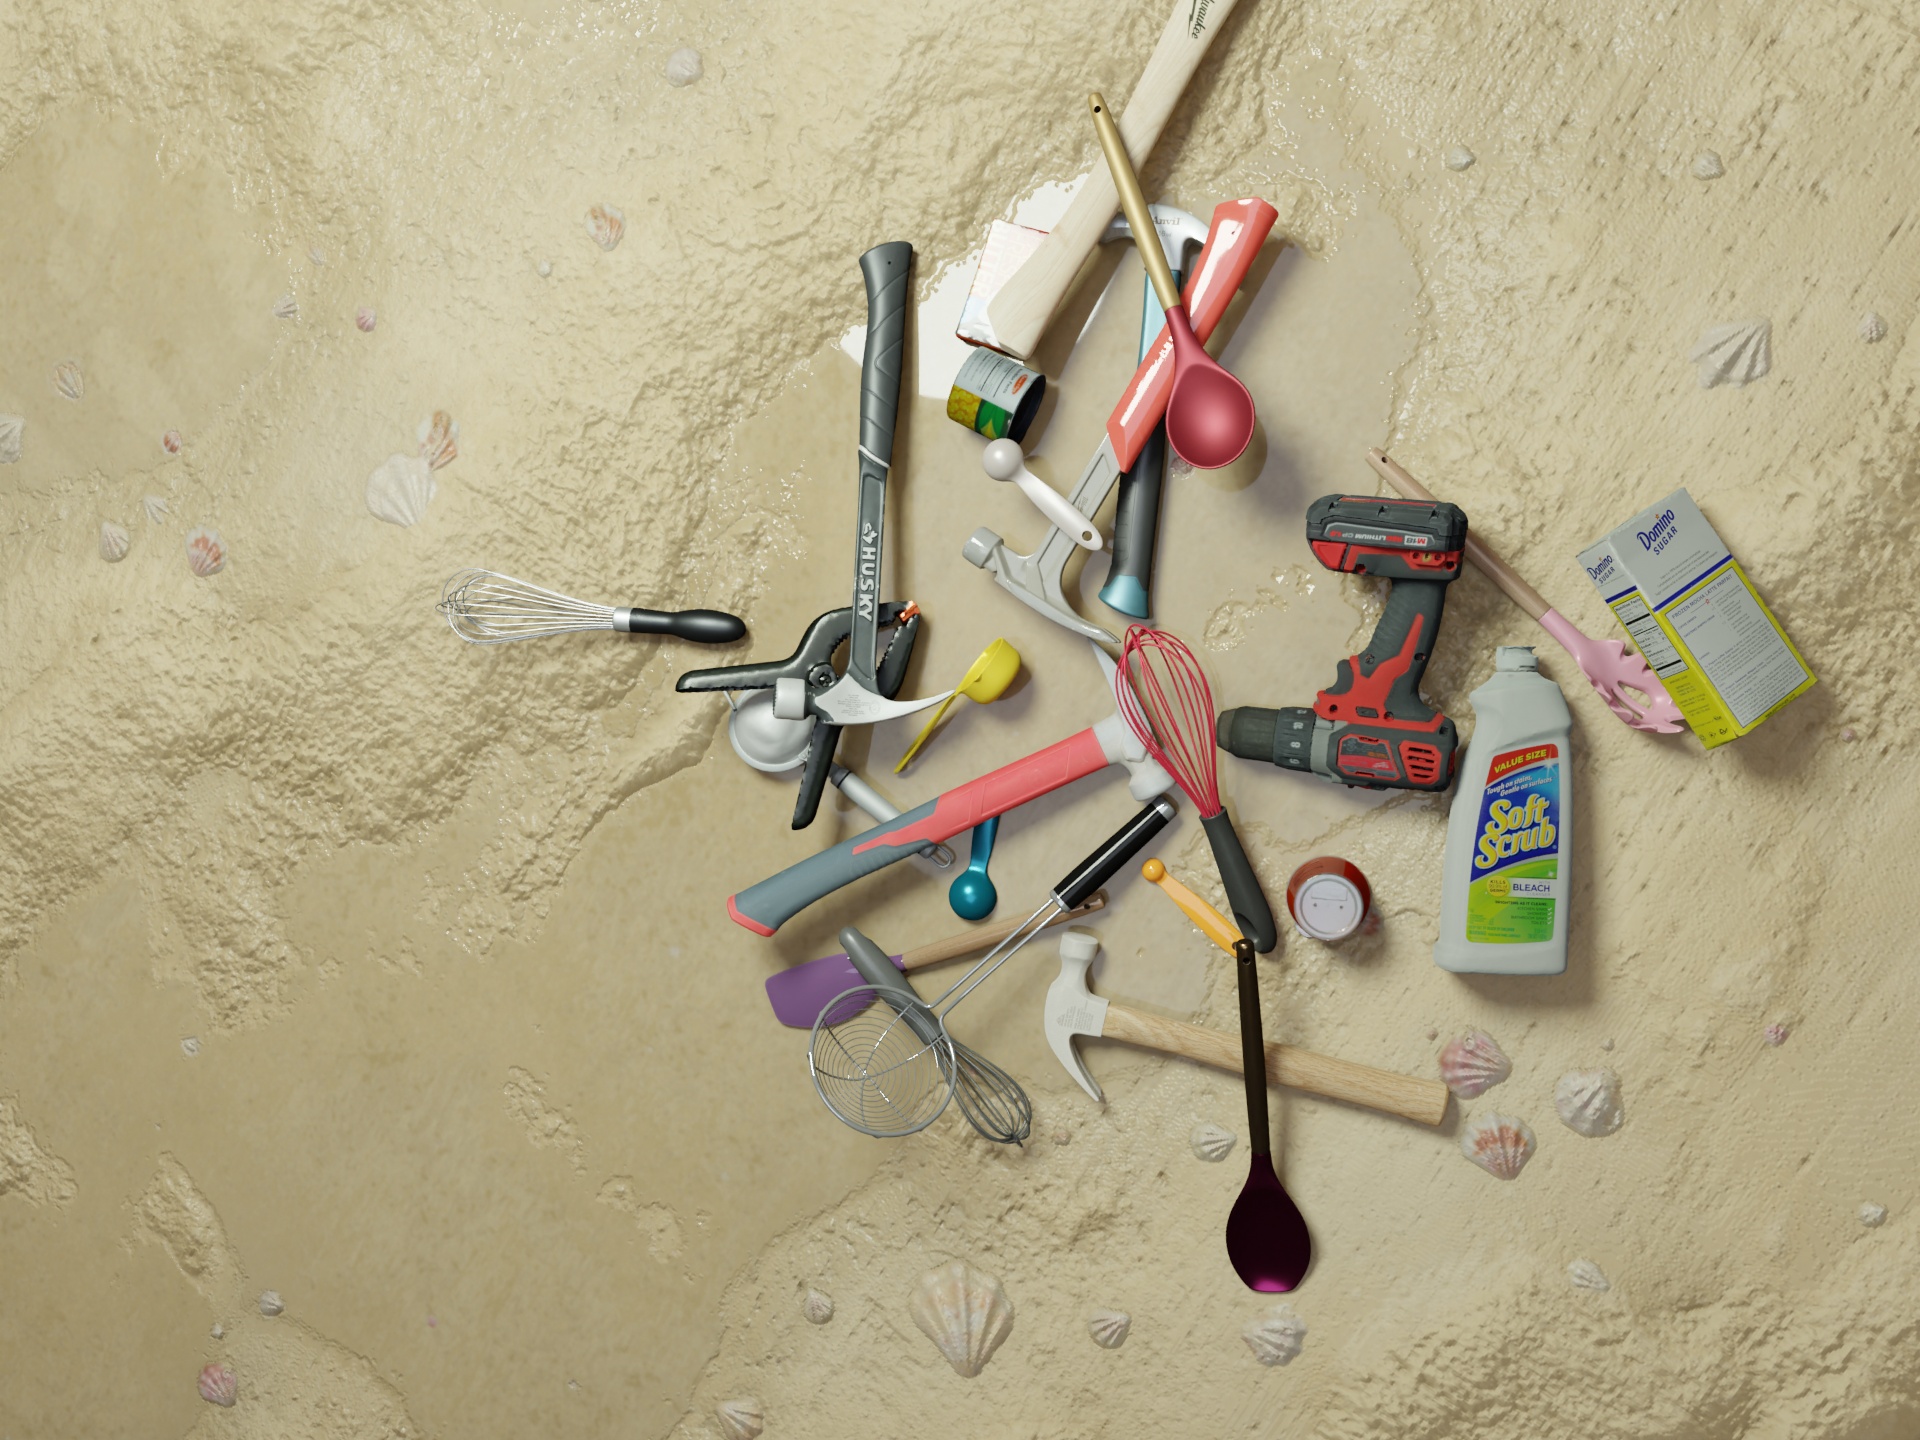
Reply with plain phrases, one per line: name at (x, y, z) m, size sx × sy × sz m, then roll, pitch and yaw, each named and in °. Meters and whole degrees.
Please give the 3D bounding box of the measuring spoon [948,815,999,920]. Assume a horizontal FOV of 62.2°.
measuring spoon at (0.016, 0.109, 1.354) m, size 0.042 × 0.021 × 0.128 m, roll 11°, pitch 97°, yaw 12°

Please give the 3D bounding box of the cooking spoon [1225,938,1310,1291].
cooking spoon at (0.241, 0.324, 1.285) m, size 0.069 × 0.017 × 0.318 m, roll -3°, pitch 106°, yaw 13°

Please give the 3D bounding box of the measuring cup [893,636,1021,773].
measuring cup at (-0.002, -0.004, 1.344) m, size 0.029 × 0.062 × 0.156 m, roll 36°, pitch 113°, yaw -9°

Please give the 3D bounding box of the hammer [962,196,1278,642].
hammer at (0.151, -0.243, 1.260) m, size 0.149 × 0.036 × 0.359 m, roll 33°, pitch 102°, yaw 11°

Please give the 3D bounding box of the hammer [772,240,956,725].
hammer at (-0.067, -0.198, 1.321) m, size 0.149 × 0.036 × 0.409 m, roll 4°, pitch 86°, yaw -8°

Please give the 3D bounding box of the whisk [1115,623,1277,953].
whisk at (0.195, 0.056, 1.274) m, size 0.073 × 0.073 × 0.295 m, roll -20°, pitch 102°, yaw 14°

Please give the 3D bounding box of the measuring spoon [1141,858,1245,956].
measuring spoon at (0.196, 0.158, 1.319) m, size 0.117 × 0.011 × 0.021 m, roll 42°, pitch 102°, yaw 8°

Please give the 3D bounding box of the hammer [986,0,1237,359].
hammer at (0.151, -0.467, 1.257) m, size 0.146 × 0.038 × 0.410 m, roll 31°, pitch 93°, yaw 10°

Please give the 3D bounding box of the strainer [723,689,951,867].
strainer at (-0.109, 0.043, 1.373) m, size 0.258 × 0.050 × 0.087 m, roll 38°, pitch 87°, yaw 5°

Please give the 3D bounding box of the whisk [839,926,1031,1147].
whisk at (-0.023, 0.269, 1.353) m, size 0.055 × 0.055 × 0.239 m, roll -42°, pitch 87°, yaw 12°

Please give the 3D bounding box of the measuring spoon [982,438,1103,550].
measuring spoon at (0.065, -0.178, 1.260) m, size 0.124 × 0.018 × 0.034 m, roll 43°, pitch 104°, yaw 8°

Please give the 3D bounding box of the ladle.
ladle at (0.153, -0.339, 1.221) m, size 0.069 × 0.031 × 0.315 m, roll -21°, pitch 83°, yaw 18°

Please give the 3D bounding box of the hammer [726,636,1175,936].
hammer at (-0.025, 0.069, 1.330) m, size 0.386 × 0.038 × 0.143 m, roll -25°, pitch 88°, yaw 6°

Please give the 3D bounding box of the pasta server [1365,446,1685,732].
pasta server at (0.436, -0.104, 1.233) m, size 0.060 × 0.040 × 0.316 m, roll -42°, pitch 81°, yaw -17°

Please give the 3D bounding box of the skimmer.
skimmer at (0.035, 0.188, 1.288) m, size 0.363 × 0.090 × 0.127 m, roll -42°, pitch 81°, yaw 1°

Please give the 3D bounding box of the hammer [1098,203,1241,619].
hammer at (0.151, -0.249, 1.295) m, size 0.128 × 0.033 × 0.331 m, roll 7°, pitch 95°, yaw 14°

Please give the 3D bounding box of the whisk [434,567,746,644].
whisk at (-0.328, -0.092, 1.408) m, size 0.284 × 0.070 × 0.070 m, roll 5°, pitch 95°, yaw 8°

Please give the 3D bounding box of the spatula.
spatula at (-0.023, 0.203, 1.372) m, size 0.316 × 0.018 × 0.060 m, roll -20°, pitch 93°, yaw 15°

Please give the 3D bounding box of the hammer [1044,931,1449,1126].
hammer at (0.230, 0.277, 1.309) m, size 0.331 × 0.031 × 0.130 m, roll 13°, pitch 96°, yaw 12°

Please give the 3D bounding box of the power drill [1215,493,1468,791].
power drill at (0.299, -0.059, 1.243) m, size 0.188 × 0.080 × 0.226 m, roll 7°, pitch 105°, yaw 20°
